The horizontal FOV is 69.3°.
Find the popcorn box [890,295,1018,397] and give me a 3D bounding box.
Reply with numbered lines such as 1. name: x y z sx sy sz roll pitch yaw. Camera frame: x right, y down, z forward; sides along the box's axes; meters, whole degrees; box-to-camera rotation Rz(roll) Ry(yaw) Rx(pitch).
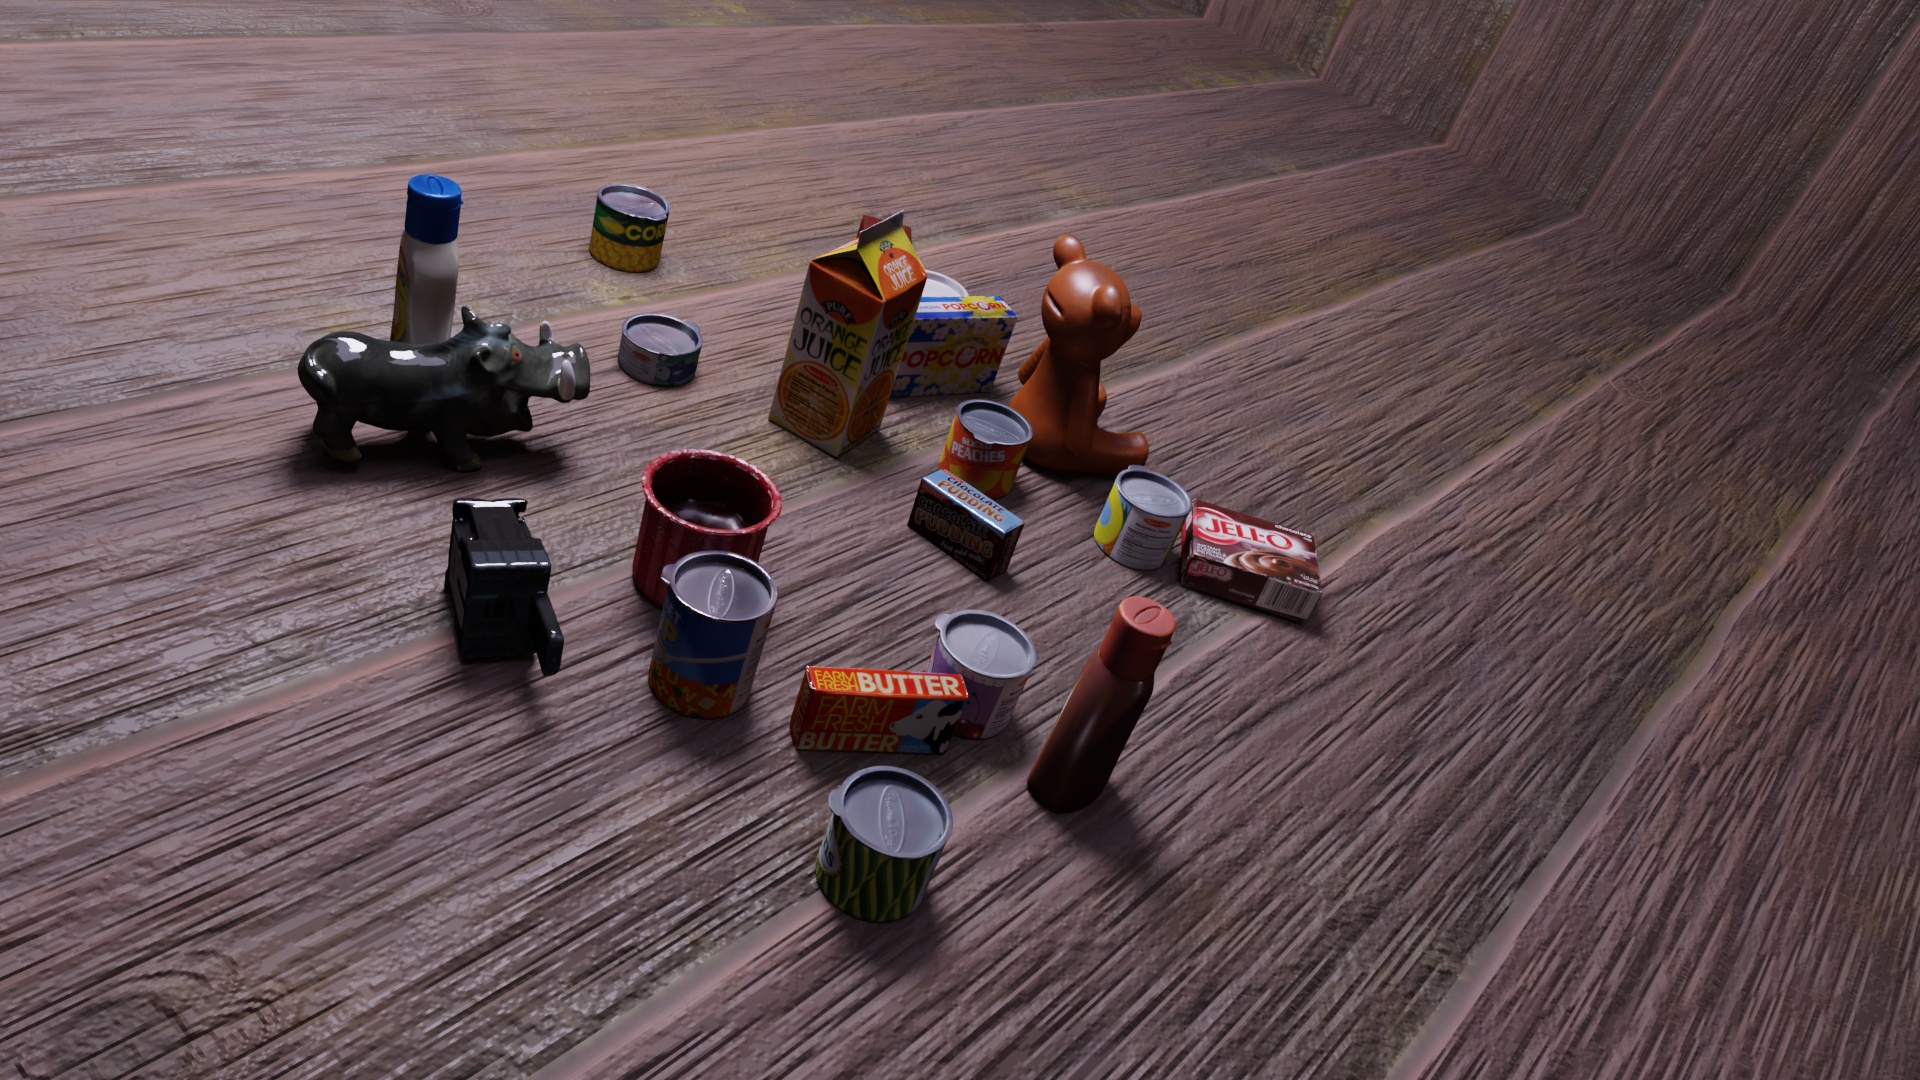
1. popcorn box: -0.019 -0.175 1.252 0.127 0.084 0.038 -8 43 -35

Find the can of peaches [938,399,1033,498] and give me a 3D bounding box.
1. can of peaches: 0.019 -0.075 1.157 0.071 0.057 0.071 14 34 -10

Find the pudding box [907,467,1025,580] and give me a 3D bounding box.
1. pudding box: 0.004 -0.013 1.070 0.084 0.049 0.030 35 36 21

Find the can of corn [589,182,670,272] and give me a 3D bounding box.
1. can of corn: -0.304 -0.288 1.283 0.071 0.058 0.071 14 34 -10

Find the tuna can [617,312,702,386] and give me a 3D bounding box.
1. tuna can: -0.249 -0.160 1.157 0.071 0.032 0.071 14 34 -10

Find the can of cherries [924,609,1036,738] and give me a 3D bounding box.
1. can of cherries: 0.008 0.088 0.924 0.071 0.058 0.072 14 34 -10

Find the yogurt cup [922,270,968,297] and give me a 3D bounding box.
1. yogurt cup: -0.031 -0.221 1.337 0.072 0.053 0.073 14 34 -10

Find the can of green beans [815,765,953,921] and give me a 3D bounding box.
1. can of green beans: -0.044 0.171 0.782 0.071 0.057 0.071 14 34 -10

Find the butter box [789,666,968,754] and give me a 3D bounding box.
1. butter box: -0.051 0.107 0.871 0.103 0.052 0.024 6 37 -21

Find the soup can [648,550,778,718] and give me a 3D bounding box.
1. soup can: -0.156 0.058 0.858 0.071 0.083 0.072 14 34 -10

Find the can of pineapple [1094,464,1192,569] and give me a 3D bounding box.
1. can of pineapple: 0.150 -0.019 1.146 0.071 0.057 0.071 14 34 -10

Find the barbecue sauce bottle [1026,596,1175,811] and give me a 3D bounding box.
1. barbecue sauce bottle: 0.091 0.102 0.867 0.044 0.147 0.065 39 38 25

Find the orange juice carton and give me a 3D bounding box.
1. orange juice carton: -0.087 -0.171 1.115 0.073 0.191 0.072 30 35 14

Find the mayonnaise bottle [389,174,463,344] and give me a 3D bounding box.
1. mayonnaise bottle: -0.396 -0.196 1.028 0.041 0.147 0.065 -4 41 -32
